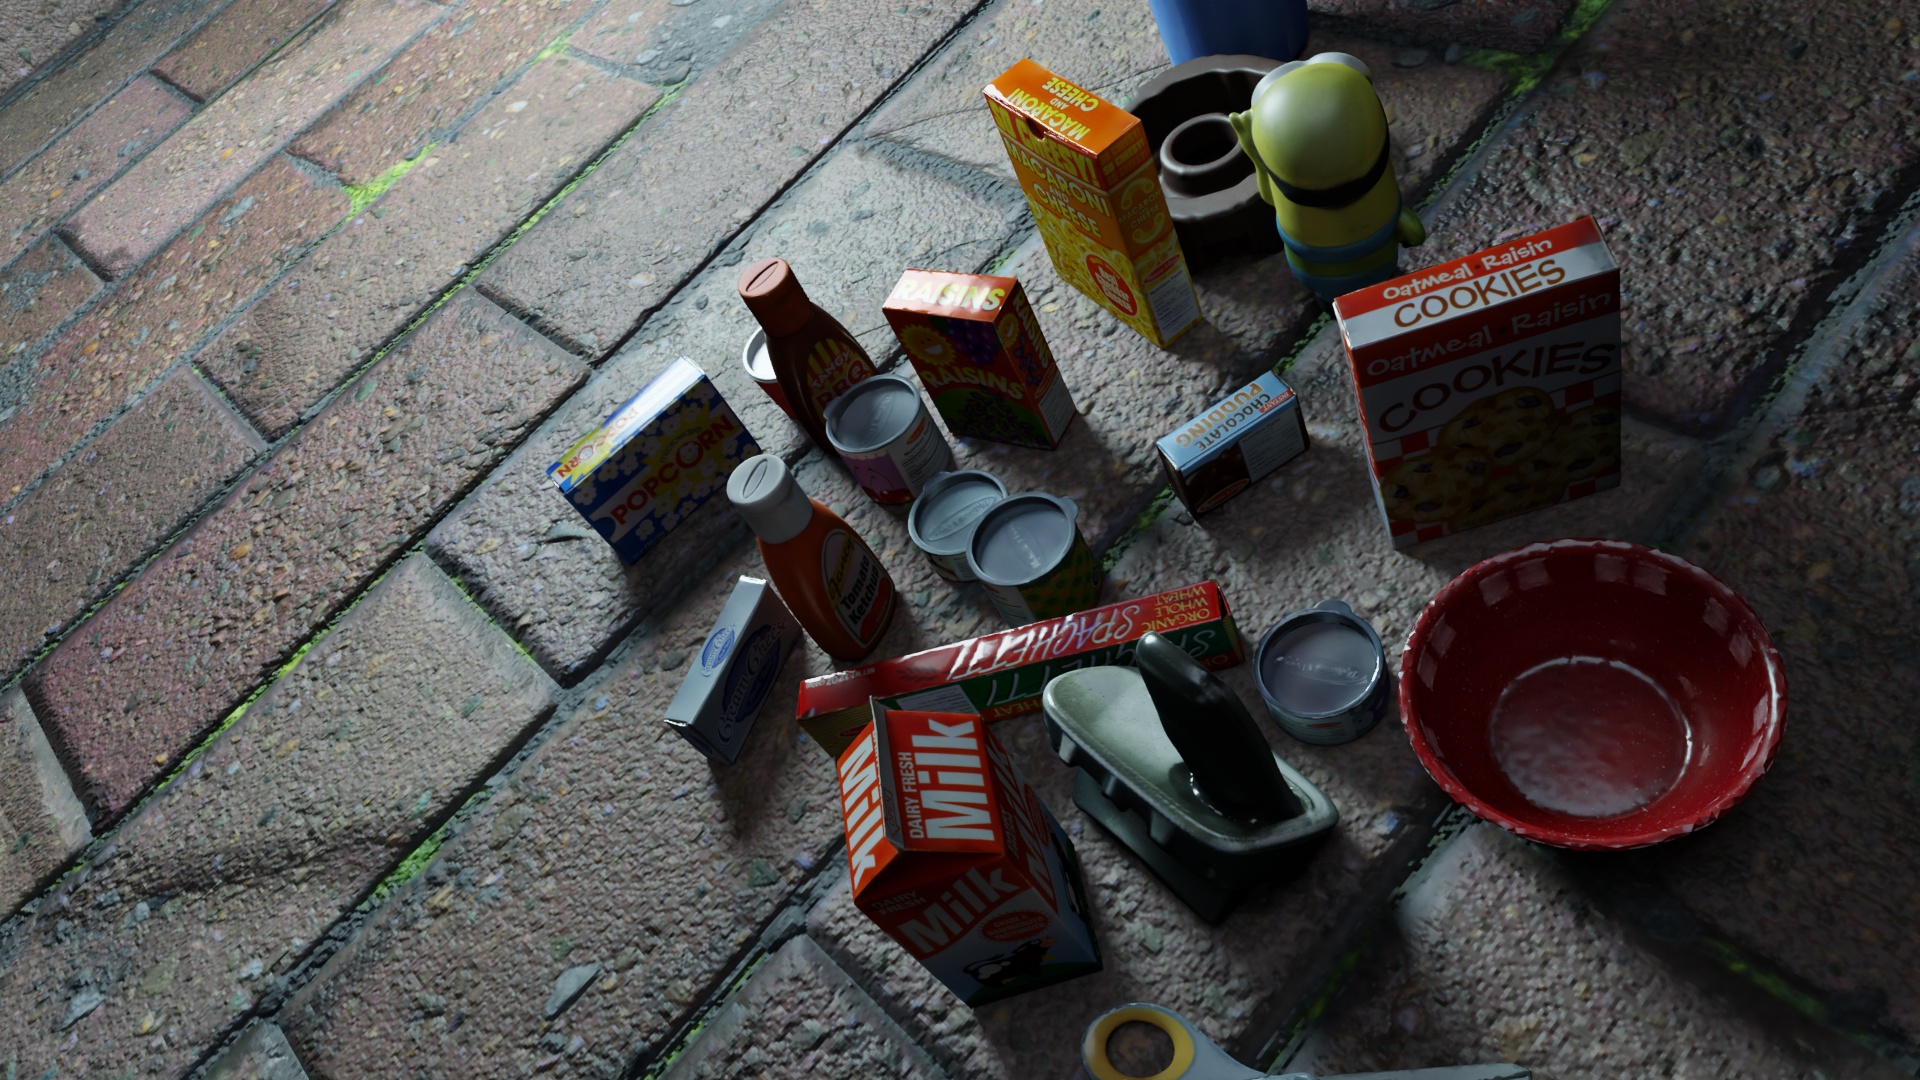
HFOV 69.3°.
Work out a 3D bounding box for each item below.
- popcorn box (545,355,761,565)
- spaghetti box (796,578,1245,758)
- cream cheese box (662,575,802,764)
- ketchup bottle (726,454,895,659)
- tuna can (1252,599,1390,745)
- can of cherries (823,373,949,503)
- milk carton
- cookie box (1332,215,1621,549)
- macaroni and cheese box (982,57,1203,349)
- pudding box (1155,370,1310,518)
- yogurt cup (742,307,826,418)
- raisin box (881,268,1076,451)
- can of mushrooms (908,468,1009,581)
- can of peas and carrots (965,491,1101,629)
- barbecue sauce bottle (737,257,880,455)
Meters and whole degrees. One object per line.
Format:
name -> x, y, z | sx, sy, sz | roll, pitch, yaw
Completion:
popcorn box -> -0.212, -0.056, 0.969 | 0.127, 0.085, 0.038 | -43, 49, -10
spaghetti box -> 0.032, 0.074, 0.777 | 0.250, 0.050, 0.029 | -15, 50, 14
cream cheese box -> -0.137, 0.079, 0.850 | 0.024, 0.053, 0.104 | 8, 59, 30
ketchup bottle -> -0.088, 0.008, 0.818 | 0.043, 0.148, 0.065 | 5, 57, 28
tuna can -> 0.188, 0.068, 0.720 | 0.071, 0.032, 0.071 | -13, 50, 16
can of cherries -> -0.049, -0.067, 0.919 | 0.071, 0.058, 0.072 | -13, 50, 16
milk carton -> 0.000, 0.145, 0.643 | 0.073, 0.189, 0.073 | -20, 49, 10
cookie box -> 0.265, -0.074, 0.704 | 0.123, 0.166, 0.040 | -17, 50, 13
macaroni and cheese box -> 0.087, -0.216, 0.899 | 0.040, 0.165, 0.124 | -39, 48, -7
pudding box -> 0.161, -0.056, 0.819 | 0.084, 0.049, 0.030 | -33, 48, -2
yogurt cup -> -0.115, -0.124, 0.997 | 0.072, 0.053, 0.073 | -13, 50, 16
raisin box -> 0.014, -0.115, 0.883 | 0.086, 0.123, 0.040 | 13, 62, 32
can of mushrooms -> 0.003, -0.011, 0.868 | 0.071, 0.033, 0.071 | -13, 50, 16
can of peas and carrots -> 0.046, 0.013, 0.812 | 0.071, 0.058, 0.071 | -13, 50, 16
barbecue sauce bottle -> -0.099, -0.124, 0.926 | 0.065, 0.148, 0.044 | -47, 50, -13
